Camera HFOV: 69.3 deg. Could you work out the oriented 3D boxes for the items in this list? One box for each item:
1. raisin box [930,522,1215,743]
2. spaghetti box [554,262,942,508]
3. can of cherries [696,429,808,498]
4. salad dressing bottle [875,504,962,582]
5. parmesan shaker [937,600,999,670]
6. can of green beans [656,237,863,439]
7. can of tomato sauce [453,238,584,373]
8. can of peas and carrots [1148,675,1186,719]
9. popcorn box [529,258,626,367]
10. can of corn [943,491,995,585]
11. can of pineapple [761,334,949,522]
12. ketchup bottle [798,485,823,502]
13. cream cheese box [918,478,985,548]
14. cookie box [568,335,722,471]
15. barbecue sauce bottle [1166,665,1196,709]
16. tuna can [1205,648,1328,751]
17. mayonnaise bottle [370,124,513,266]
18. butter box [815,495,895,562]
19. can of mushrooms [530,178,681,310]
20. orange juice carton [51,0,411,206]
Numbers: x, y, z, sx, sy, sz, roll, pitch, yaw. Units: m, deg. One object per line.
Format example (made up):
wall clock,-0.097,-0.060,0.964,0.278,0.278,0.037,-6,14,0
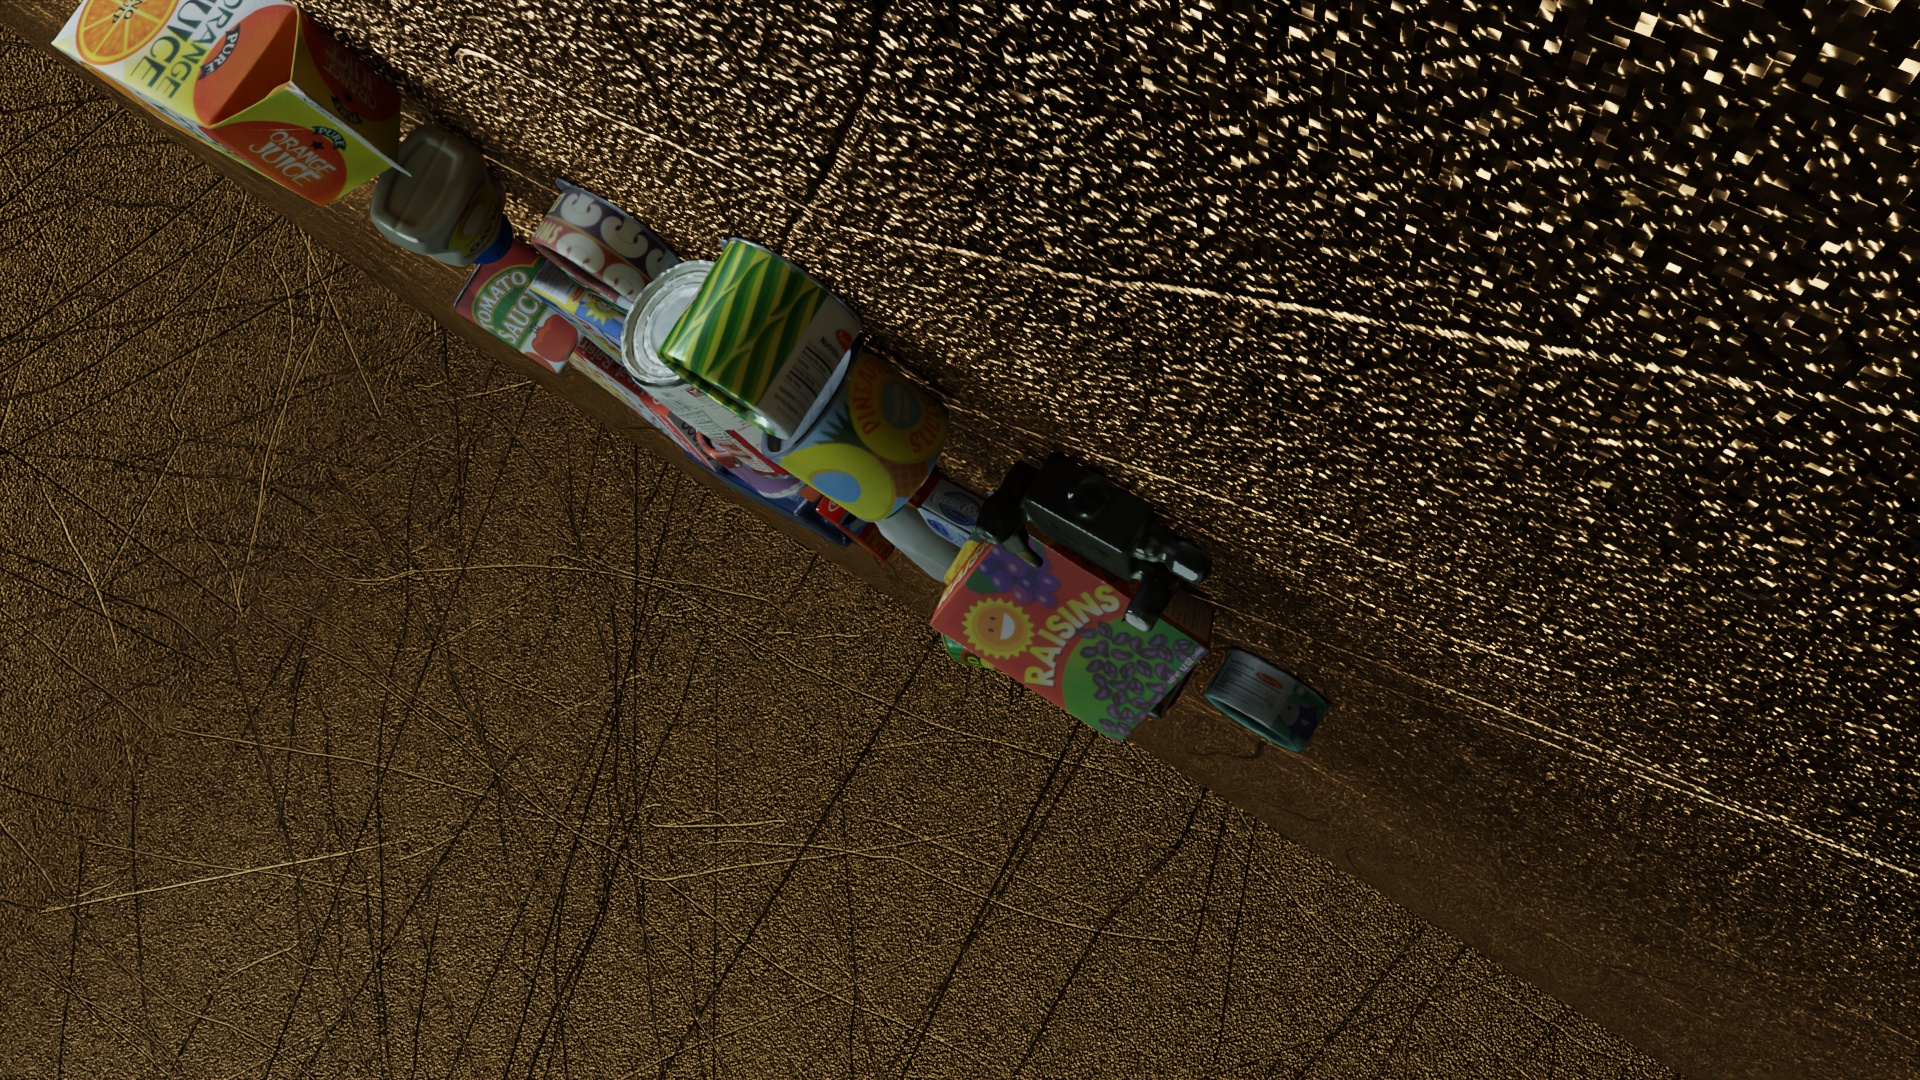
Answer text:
raisin box,0.059,0.040,0.733,0.123,0.085,0.040,32,-146,-6
spaghetti box,-0.116,-0.095,0.792,0.249,0.029,0.050,35,173,-30
can of cherries,-0.120,-0.068,0.868,0.071,0.071,0.058,26,171,43
salad dressing bottle,-0.036,-0.017,0.972,0.064,0.044,0.147,37,176,33
parmesan shaker,0.045,0.055,0.900,0.103,0.071,0.071,6,158,41
can of green beans,-0.083,-0.083,0.577,0.071,0.058,0.071,32,174,4
can of tomato sauce,-0.303,-0.166,0.980,0.083,0.071,0.071,33,174,-17
can of peas and carrots,0.104,0.064,0.829,0.071,0.059,0.071,32,173,4
popcorn box,-0.208,-0.134,0.896,0.085,0.038,0.126,29,174,19
can of corn,0.030,0.014,0.801,0.071,0.058,0.071,31,174,4
can of pineapple,-0.046,-0.050,0.623,0.058,0.071,0.071,34,174,-27
ketchup bottle,-0.153,-0.085,0.993,0.149,0.044,0.064,33,159,-10
cream cheese box,0.003,-0.011,0.896,0.053,0.024,0.103,29,174,9
cookie box,-0.256,-0.132,1.086,0.168,0.040,0.122,35,172,16
barbecue sauce bottle,0.090,0.061,0.959,0.149,0.044,0.064,31,174,15
tuna can,0.181,0.096,0.823,0.071,0.033,0.071,32,174,4
mayonnaise bottle,-0.280,-0.183,0.770,0.041,0.065,0.148,29,179,-7
butter box,-0.065,-0.023,1.014,0.024,0.053,0.103,31,174,22
can of mushrooms,-0.175,-0.143,0.680,0.071,0.033,0.071,32,175,3
orange juice carton,-0.354,-0.229,0.692,0.193,0.073,0.071,28,173,27
